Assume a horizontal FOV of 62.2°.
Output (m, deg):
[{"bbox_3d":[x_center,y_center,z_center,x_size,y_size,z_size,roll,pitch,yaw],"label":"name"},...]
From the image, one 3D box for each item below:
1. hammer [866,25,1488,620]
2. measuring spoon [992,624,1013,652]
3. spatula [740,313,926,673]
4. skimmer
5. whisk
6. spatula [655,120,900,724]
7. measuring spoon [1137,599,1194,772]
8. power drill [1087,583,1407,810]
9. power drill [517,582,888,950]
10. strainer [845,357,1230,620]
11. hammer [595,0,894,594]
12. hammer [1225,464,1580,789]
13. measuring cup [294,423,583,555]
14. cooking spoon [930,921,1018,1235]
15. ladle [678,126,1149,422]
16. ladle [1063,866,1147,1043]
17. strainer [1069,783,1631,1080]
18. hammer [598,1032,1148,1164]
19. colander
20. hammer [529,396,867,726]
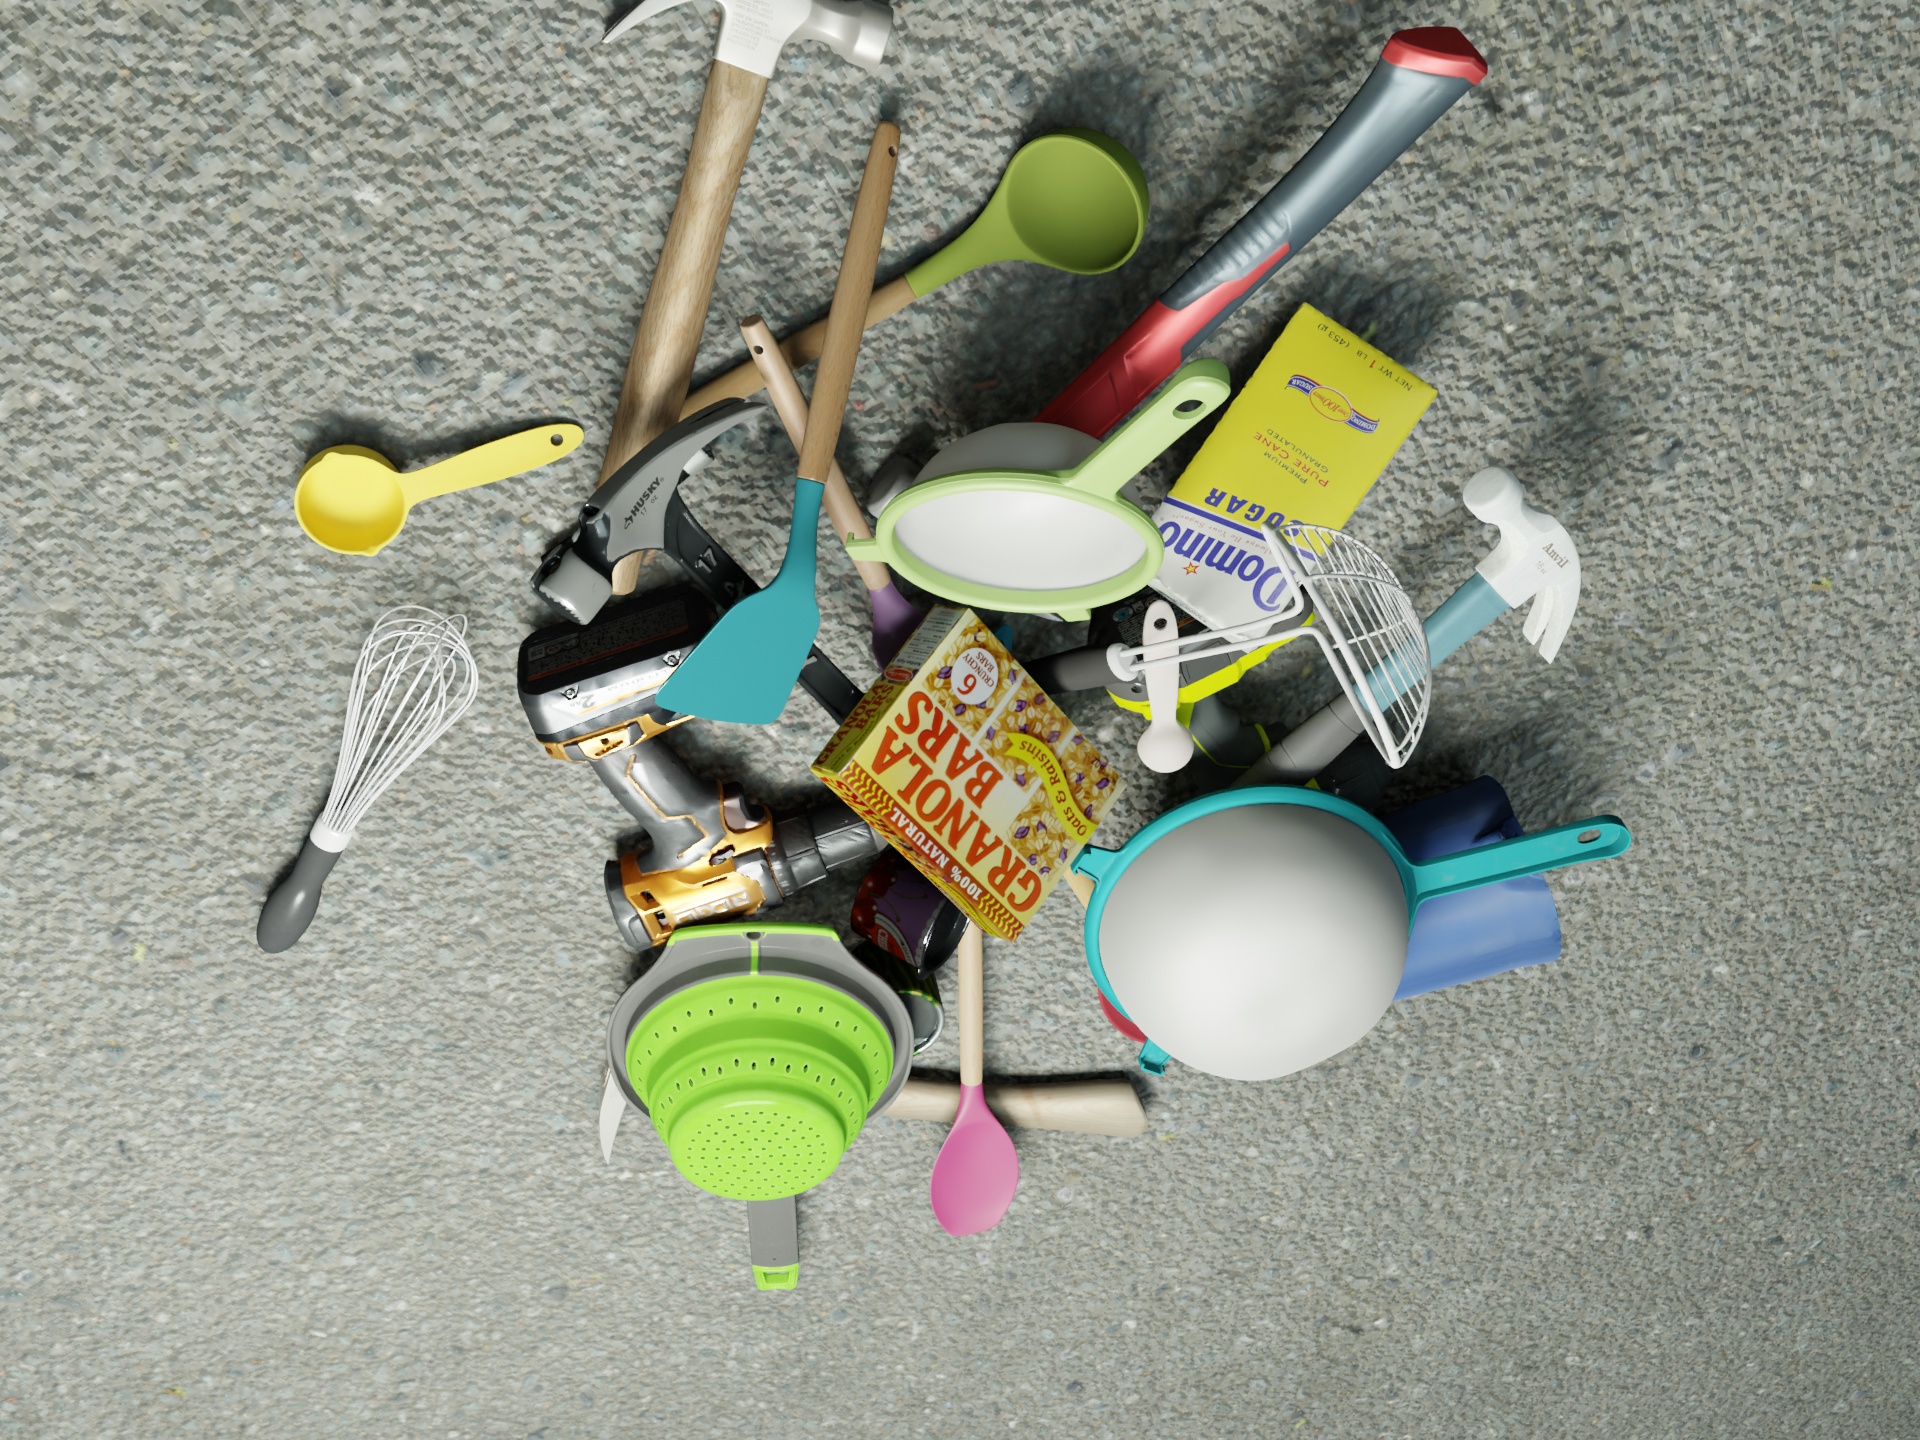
[{"bbox_3d":[0.123,-0.199,0.843,0.143,0.038,0.386,31,127,-27],"label":"hammer"},{"bbox_3d":[-0.002,-0.003,0.964,0.042,0.021,0.129,38,68,-35],"label":"measuring spoon"},{"bbox_3d":[-0.054,-0.098,0.912,0.060,0.018,0.315,-8,135,19],"label":"spatula"},{"bbox_3d":[0.104,-0.025,0.839,0.090,0.363,0.127,-37,104,-29],"label":"skimmer"},{"bbox_3d":[-0.361,0.043,0.949,0.070,0.070,0.284,24,119,-24],"label":"whisk"},{"bbox_3d":[-0.080,-0.150,0.819,0.082,0.044,0.317,11,94,-45],"label":"spatula"},{"bbox_3d":[0.120,-0.016,0.930,0.034,0.018,0.124,-9,128,0],"label":"measuring spoon"},{"bbox_3d":[0.186,0.000,1.021,0.171,0.080,0.223,-26,127,5],"label":"power drill"},{"bbox_3d":[-0.150,0.031,0.969,0.185,0.084,0.226,-18,128,-2],"label":"power drill"},{"bbox_3d":[0.056,-0.132,0.794,0.151,0.069,0.256,14,157,-22],"label":"strainer"},{"bbox_3d":[-0.146,-0.220,0.817,0.130,0.031,0.331,14,112,-17],"label":"hammer"},{"bbox_3d":[0.232,-0.003,0.963,0.128,0.033,0.331,33,113,-33],"label":"hammer"},{"bbox_3d":[-0.284,-0.138,0.869,0.156,0.029,0.062,-20,125,-13],"label":"measuring cup"},{"bbox_3d":[0.008,0.234,1.130,0.068,0.017,0.318,-7,112,-16],"label":"cooking spoon"},{"bbox_3d":[-0.049,-0.214,0.846,0.320,0.062,0.078,-27,120,9],"label":"ladle"},{"bbox_3d":[0.083,0.113,1.098,0.069,0.031,0.315,-22,122,15],"label":"ladle"},{"bbox_3d":[0.246,0.132,0.964,0.340,0.095,0.210,-16,121,8],"label":"strainer"},{"bbox_3d":[-0.057,0.281,1.171,0.410,0.038,0.146,10,121,-18],"label":"hammer"},{"bbox_3d":[-0.133,0.306,1.082,0.204,0.095,0.396,-1,129,-4],"label":"colander"},{"bbox_3d":[-0.067,-0.017,0.926,0.149,0.036,0.408,-55,135,-12],"label":"hammer"}]
